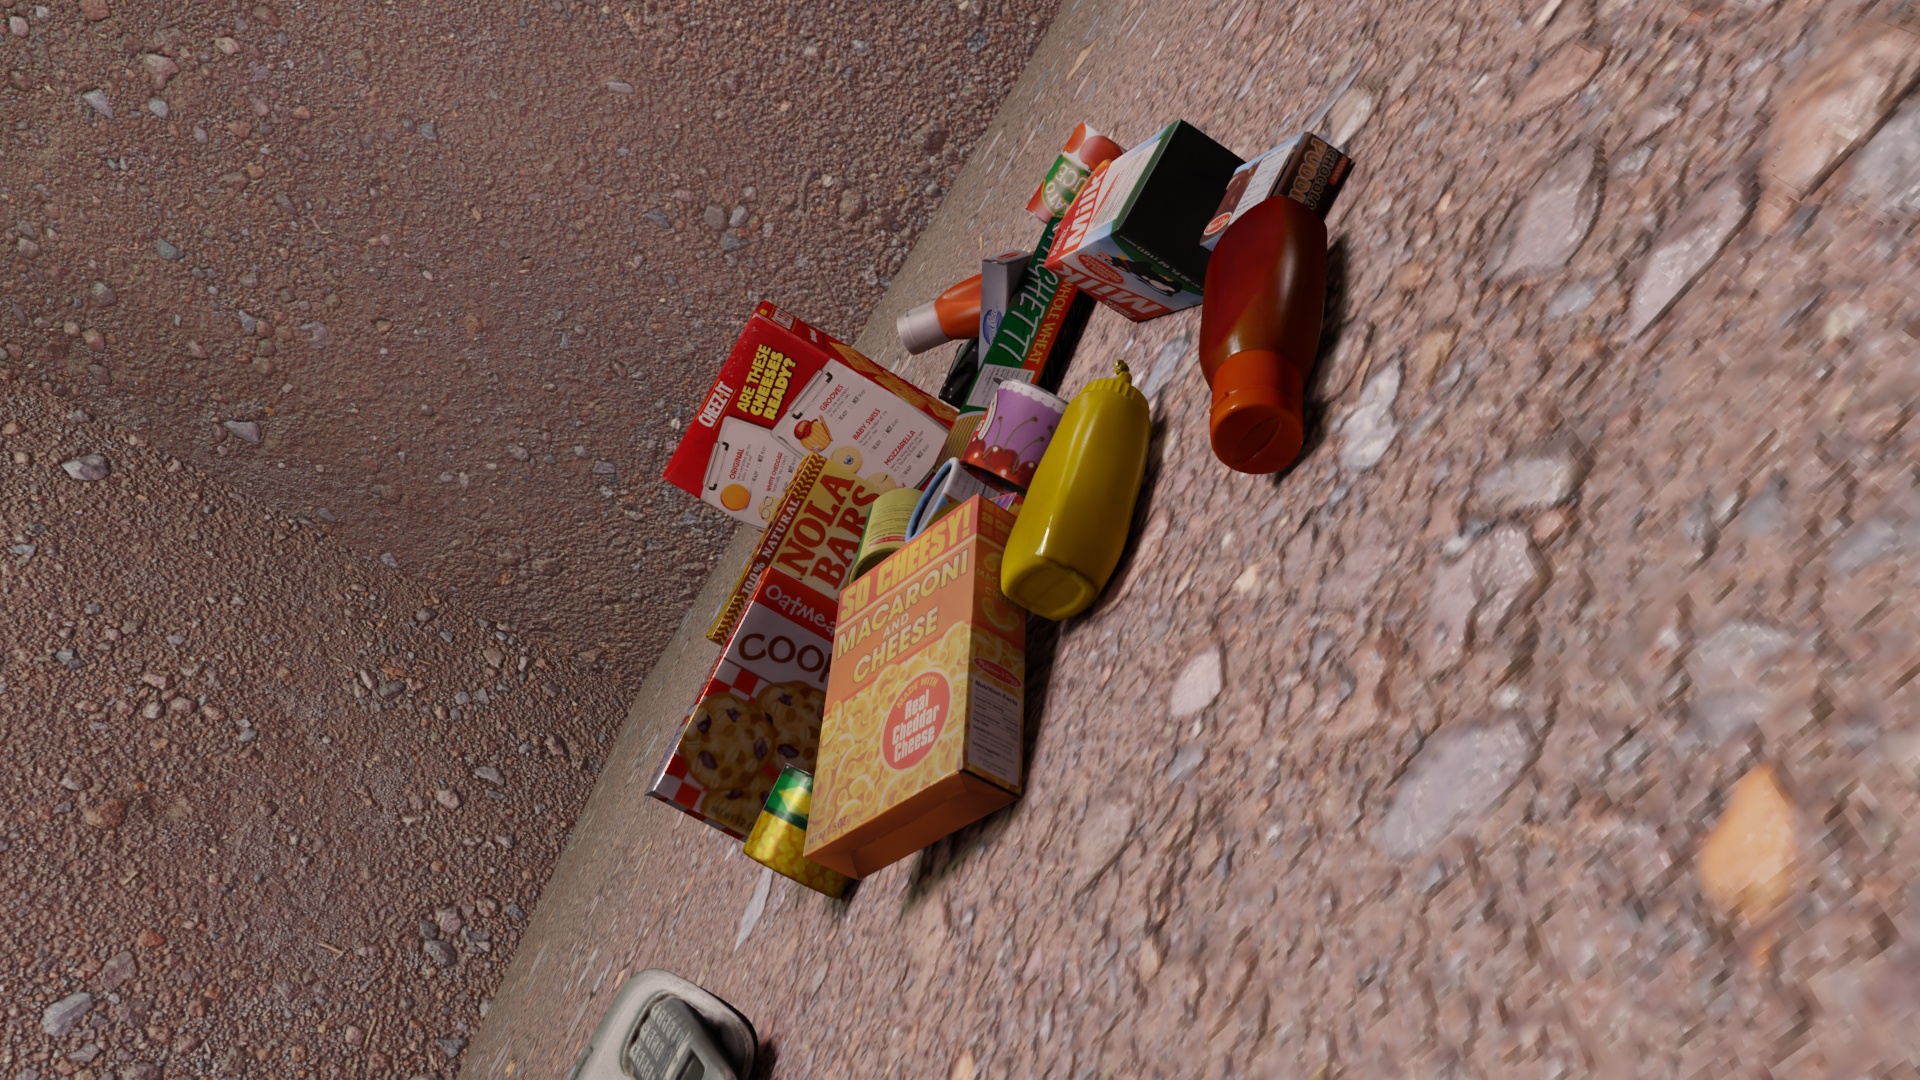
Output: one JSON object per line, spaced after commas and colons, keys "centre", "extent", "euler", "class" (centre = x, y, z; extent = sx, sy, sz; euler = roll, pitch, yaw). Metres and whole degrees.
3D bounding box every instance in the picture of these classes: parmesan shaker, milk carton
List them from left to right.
{"centre": [-0.040, 0.012, 1.022], "extent": [0.071, 0.071, 0.103], "euler": [-55, 12, 24], "class": "parmesan shaker"}
{"centre": [0.110, -0.184, 0.837], "extent": [0.073, 0.072, 0.190], "euler": [-61, 13, -3], "class": "milk carton"}

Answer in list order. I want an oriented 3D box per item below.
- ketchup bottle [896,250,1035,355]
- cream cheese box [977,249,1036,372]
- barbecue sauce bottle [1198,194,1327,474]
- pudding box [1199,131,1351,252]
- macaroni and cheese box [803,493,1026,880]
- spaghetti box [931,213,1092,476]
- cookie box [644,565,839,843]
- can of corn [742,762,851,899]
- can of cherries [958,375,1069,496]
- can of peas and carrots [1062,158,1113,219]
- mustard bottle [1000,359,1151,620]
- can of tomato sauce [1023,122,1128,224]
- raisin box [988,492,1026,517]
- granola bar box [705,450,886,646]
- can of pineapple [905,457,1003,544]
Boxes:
{"centre": [0.020, -0.194, 1.135], "extent": [0.148, 0.043, 0.065], "euler": [-18, 35, 21], "class": "ketchup bottle"}
{"centre": [0.036, -0.169, 1.072], "extent": [0.053, 0.024, 0.103], "euler": [-33, -49, -55], "class": "cream cheese box"}
{"centre": [0.129, -0.088, 0.597], "extent": [0.064, 0.043, 0.149], "euler": [-51, 16, 40], "class": "barbecue sauce bottle"}
{"centre": [0.158, -0.172, 0.707], "extent": [0.049, 0.030, 0.083], "euler": [-62, 12, -5], "class": "pudding box"}
{"centre": [-0.020, 0.074, 0.714], "extent": [0.123, 0.040, 0.167], "euler": [-35, 36, 37], "class": "macaroni and cheese box"}
{"centre": [0.051, -0.140, 1.023], "extent": [0.251, 0.050, 0.028], "euler": [-66, -26, -26], "class": "spaghetti box"}
{"centre": [-0.113, 0.118, 0.919], "extent": [0.168, 0.123, 0.040], "euler": [-65, 13, -23], "class": "cookie box"}
{"centre": [-0.086, 0.173, 0.821], "extent": [0.058, 0.071, 0.071], "euler": [-64, 12, -13], "class": "can of corn"}
{"centre": [0.038, -0.057, 0.834], "extent": [0.058, 0.071, 0.071], "euler": [-62, 12, -5], "class": "can of cherries"}
{"centre": [0.109, -0.224, 0.968], "extent": [0.070, 0.059, 0.071], "euler": [-56, 13, 20], "class": "can of peas and carrots"}
{"centre": [0.068, -0.036, 0.715], "extent": [0.065, 0.049, 0.161], "euler": [-43, 20, 54], "class": "mustard bottle"}
{"centre": [0.102, -0.287, 1.130], "extent": [0.083, 0.071, 0.071], "euler": [-57, 12, 14], "class": "can of tomato sauce"}
{"centre": [0.009, 0.036, 0.811], "extent": [0.123, 0.040, 0.086], "euler": [-63, 12, -10], "class": "raisin box"}
{"centre": [-0.104, 0.033, 1.087], "extent": [0.166, 0.124, 0.039], "euler": [-63, 13, -14], "class": "granola bar box"}
{"centre": [0.003, -0.011, 0.903], "extent": [0.070, 0.058, 0.071], "euler": [-56, 12, 19], "class": "can of pineapple"}
